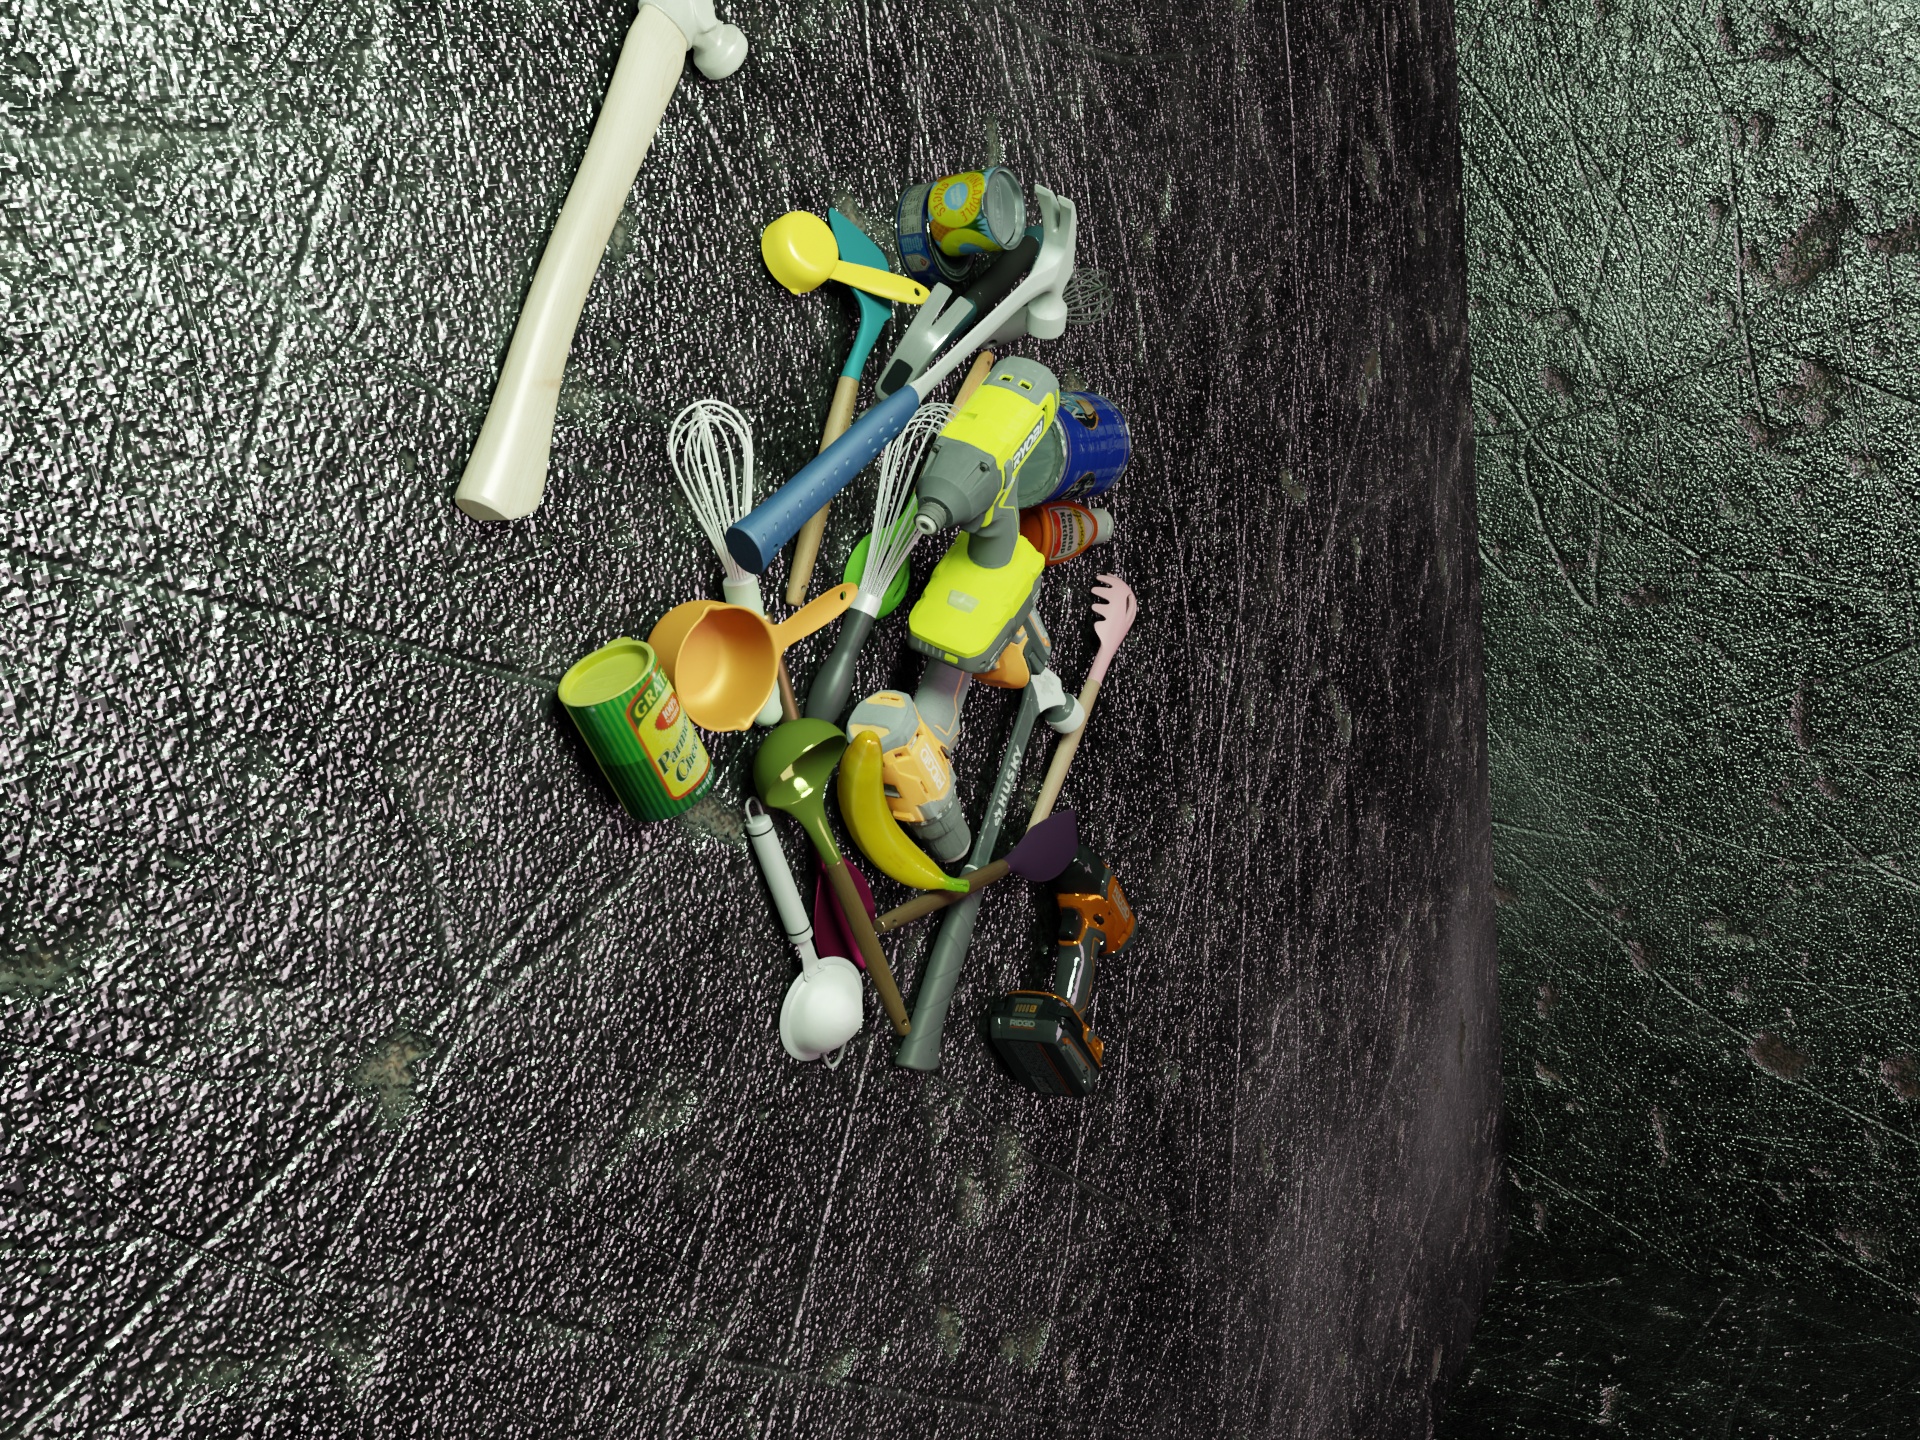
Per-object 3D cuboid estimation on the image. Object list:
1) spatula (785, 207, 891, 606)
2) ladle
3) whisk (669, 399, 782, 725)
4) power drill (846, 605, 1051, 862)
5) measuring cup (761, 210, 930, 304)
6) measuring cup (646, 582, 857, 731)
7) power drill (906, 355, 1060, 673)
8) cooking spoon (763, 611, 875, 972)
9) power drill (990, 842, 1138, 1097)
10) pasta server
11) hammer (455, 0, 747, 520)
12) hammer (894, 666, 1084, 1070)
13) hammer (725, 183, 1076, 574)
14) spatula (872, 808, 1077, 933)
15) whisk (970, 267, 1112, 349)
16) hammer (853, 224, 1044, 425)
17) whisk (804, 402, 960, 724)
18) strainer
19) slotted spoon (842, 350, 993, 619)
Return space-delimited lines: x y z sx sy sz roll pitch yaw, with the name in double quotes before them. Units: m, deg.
"spatula" -0.101 -0.242 1.247 0.082 0.044 0.317 26 75 -56
"ladle" -0.084 0.133 1.237 0.078 0.062 0.319 -35 124 -24
"whisk" -0.161 -0.108 1.141 0.059 0.058 0.246 -18 115 -21
"power drill" -0.002 -0.004 1.374 0.226 0.084 0.185 -60 142 -31
"measuring cup" -0.079 -0.347 1.216 0.156 0.029 0.062 6 75 -38
"measuring cup" -0.148 -0.059 1.121 0.173 0.052 0.095 -36 124 -37
"power drill" 0.011 -0.146 1.228 0.171 0.080 0.223 -56 162 -33
"cooking spoon" -0.117 0.064 1.243 0.069 0.017 0.318 -33 121 -41
"power drill" 0.103 0.234 1.563 0.164 0.084 0.227 61 39 -40
"pasta server" 0.120 -0.017 1.624 0.060 0.040 0.316 52 54 -47
"hammer" -0.241 -0.317 0.996 0.146 0.038 0.411 38 60 -51
"hammer" 0.017 0.124 1.449 0.149 0.036 0.409 45 55 -45
"hammer" -0.031 -0.250 1.182 0.405 0.035 0.144 -48 160 -30
"spatula" 0.024 0.140 1.415 0.316 0.018 0.059 -17 105 -53
"whisk" 0.077 -0.387 1.511 0.239 0.055 0.055 -35 121 -47
"hammer" 0.008 -0.353 1.362 0.128 0.033 0.331 -54 -178 41
"whisk" -0.062 -0.121 1.254 0.070 0.070 0.284 30 80 -56
"strainer" -0.121 0.171 1.227 0.087 0.050 0.258 -35 119 -35
"slotted spoon" -0.027 -0.211 1.366 0.070 0.031 0.314 55 46 -40
